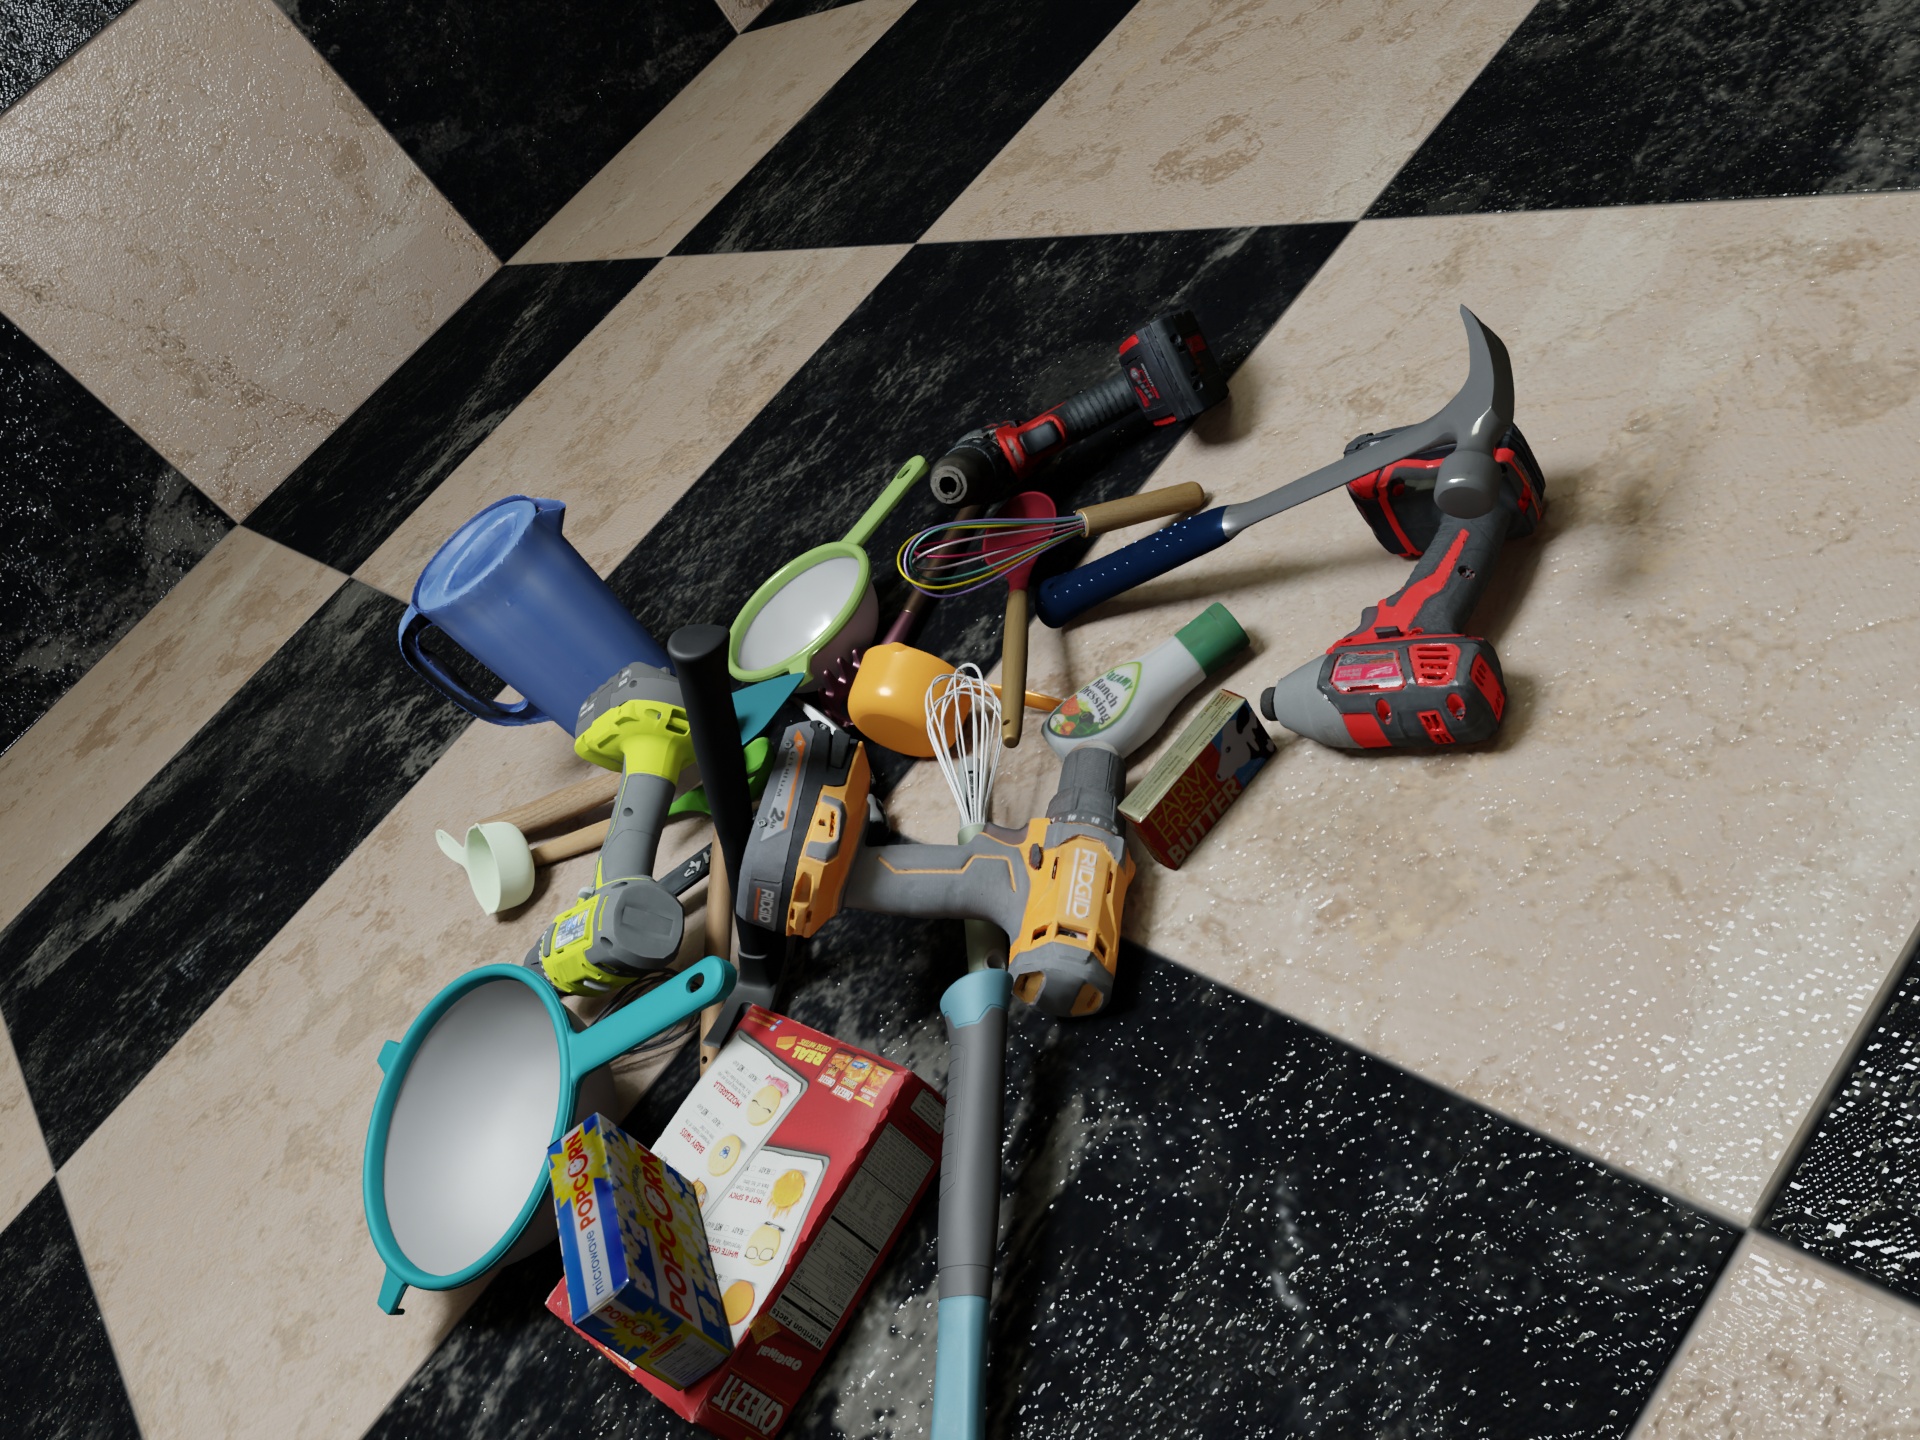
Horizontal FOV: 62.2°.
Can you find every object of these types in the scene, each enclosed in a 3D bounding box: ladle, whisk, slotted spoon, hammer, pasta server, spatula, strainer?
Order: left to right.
[{"bbox_3d":[-0.276,0.239,1.149,0.239,0.055,0.055,-31,35,21],"label":"whisk"},{"bbox_3d":[-0.251,0.246,1.047,0.340,0.095,0.211,-32,52,23],"label":"strainer"},{"bbox_3d":[-0.320,0.065,1.365,0.331,0.031,0.130,-20,24,36],"label":"hammer"},{"bbox_3d":[-0.272,0.083,1.335,0.314,0.031,0.070,-20,39,29],"label":"slotted spoon"},{"bbox_3d":[-0.239,0.133,1.219,0.409,0.036,0.149,-35,50,12],"label":"hammer"},{"bbox_3d":[-0.140,0.070,0.980,0.035,0.334,0.146,8,48,9],"label":"hammer"},{"bbox_3d":[-0.163,0.104,1.146,0.082,0.044,0.318,-15,60,29],"label":"spatula"},{"bbox_3d":[-0.091,-0.113,1.346,0.151,0.069,0.256,10,57,51],"label":"strainer"},{"bbox_3d":[-0.030,-0.109,1.312,0.060,0.040,0.316,24,58,7],"label":"pasta server"},{"bbox_3d":[0.001,0.282,0.809,0.128,0.033,0.331,-18,49,27],"label":"hammer"},{"bbox_3d":[0.009,0.067,1.039,0.059,0.057,0.247,-47,38,45],"label":"whisk"},{"bbox_3d":[0.042,-0.077,1.146,0.069,0.031,0.316,-30,28,22],"label":"ladle"},{"bbox_3d":[0.068,-0.143,1.167,0.245,0.051,0.047,-16,34,-17],"label":"whisk"},{"bbox_3d":[0.187,-0.138,1.041,0.405,0.035,0.144,-21,44,52],"label":"hammer"}]

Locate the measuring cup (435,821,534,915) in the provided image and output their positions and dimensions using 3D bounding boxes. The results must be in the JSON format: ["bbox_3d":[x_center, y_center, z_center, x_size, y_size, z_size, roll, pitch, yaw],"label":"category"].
[{"bbox_3d":[-0.419,0.117,1.398,0.038,0.083,0.168,-12,16,-34],"label":"measuring cup"}]

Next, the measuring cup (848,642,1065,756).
[{"bbox_3d":[-0.002,-0.004,1.146,0.174,0.095,0.052,11,64,27],"label":"measuring cup"}]

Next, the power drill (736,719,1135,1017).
[{"bbox_3d":[-0.005,0.069,0.967,0.226,0.084,0.185,14,51,0],"label":"power drill"}]

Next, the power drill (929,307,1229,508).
[{"bbox_3d":[0.086,-0.235,1.256,0.226,0.080,0.188,-24,8,24],"label":"power drill"}]

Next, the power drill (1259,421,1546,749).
[{"bbox_3d":[0.269,-0.078,0.967,0.143,0.078,0.220,-5,50,41],"label":"power drill"}]

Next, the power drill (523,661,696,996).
[{"bbox_3d":[-0.252,0.090,1.160,0.190,0.080,0.229,-27,48,50],"label":"power drill"}]
